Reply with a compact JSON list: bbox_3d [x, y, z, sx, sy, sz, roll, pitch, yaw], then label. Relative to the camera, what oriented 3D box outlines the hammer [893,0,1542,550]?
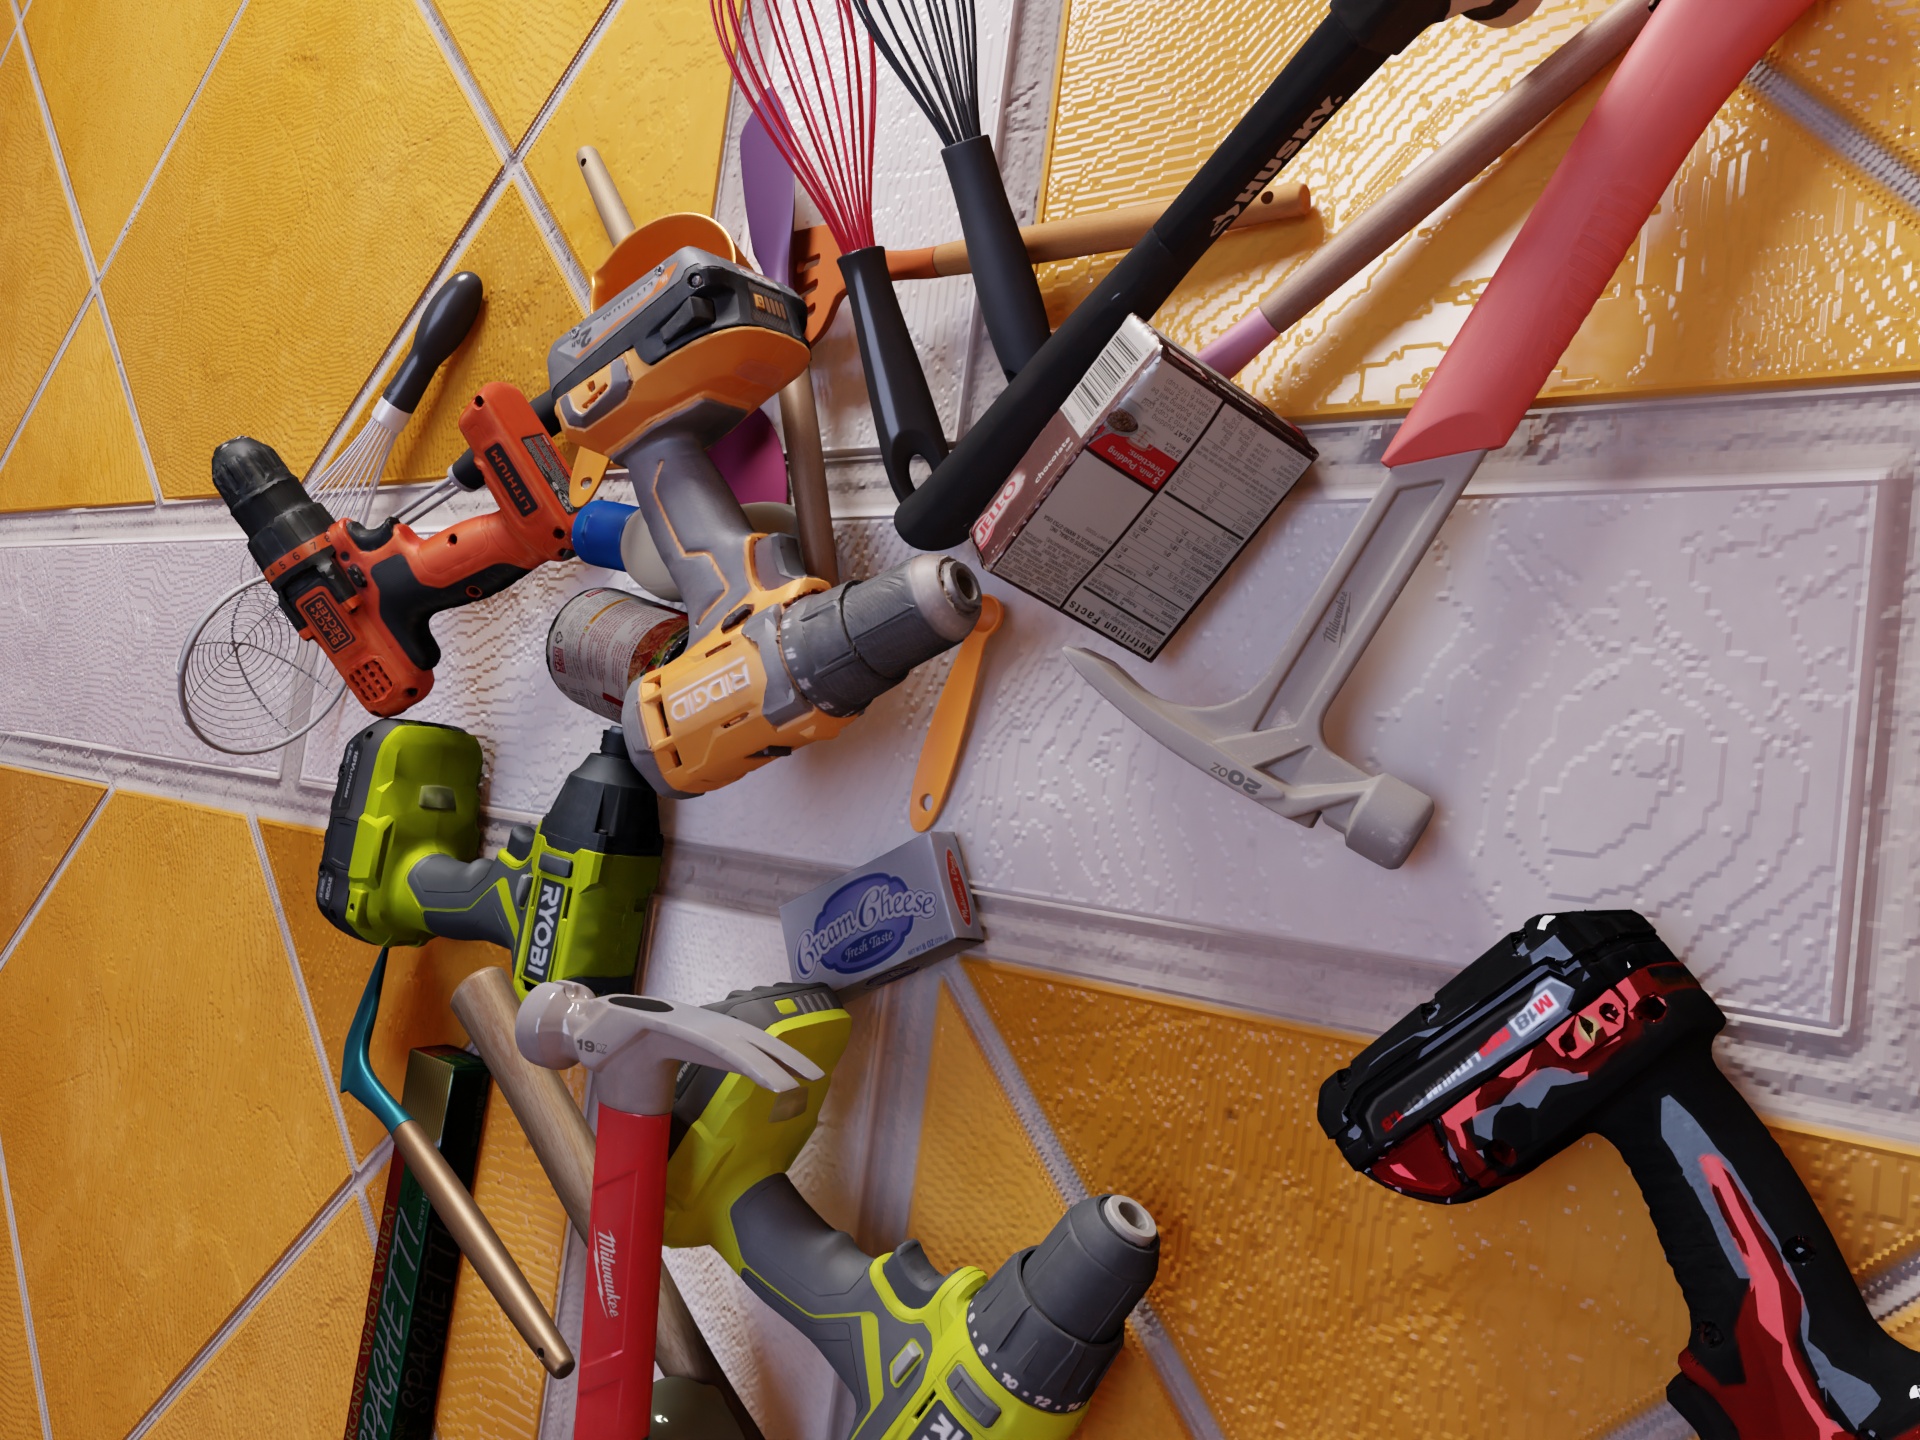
[{"bbox_3d":[0.073,-0.178,0.629,0.334,0.146,0.035,-44,72,39],"label":"hammer"}]

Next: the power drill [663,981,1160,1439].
[{"bbox_3d":[-0.036,0.218,0.673,0.229,0.080,0.190,42,110,27],"label":"power drill"}]

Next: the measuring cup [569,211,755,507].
[{"bbox_3d":[-0.162,-0.183,0.850,0.095,0.052,0.174,13,77,25],"label":"measuring cup"}]

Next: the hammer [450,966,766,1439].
[{"bbox_3d":[-0.160,0.263,0.769,0.130,0.031,0.331,-46,68,25],"label":"hammer"}]

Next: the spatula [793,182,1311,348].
[{"bbox_3d":[0.016,-0.219,0.753,0.323,0.041,0.081,2,86,36],"label":"spatula"}]

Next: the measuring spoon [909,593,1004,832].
[{"bbox_3d":[-0.001,-0.002,0.738,0.021,0.011,0.117,25,102,40],"label":"measuring spoon"}]

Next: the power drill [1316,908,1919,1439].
[{"bbox_3d":[0.209,0.191,0.488,0.188,0.080,0.227,-47,59,24],"label":"power drill"}]

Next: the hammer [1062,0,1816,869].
[{"bbox_3d":[0.184,-0.132,0.569,0.149,0.036,0.359,33,102,17],"label":"hammer"}]

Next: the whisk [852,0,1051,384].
[{"bbox_3d":[0.000,-0.251,0.698,0.055,0.055,0.239,-6,110,39],"label":"whisk"}]

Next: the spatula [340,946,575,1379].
[{"bbox_3d":[-0.284,0.240,0.874,0.318,0.044,0.082,37,108,38],"label":"spatula"}]

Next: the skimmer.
[{"bbox_3d":[-0.345,-0.096,0.993,0.363,0.127,0.090,-28,71,21],"label":"skimmer"}]

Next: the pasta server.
[{"bbox_3d":[0.145,-0.173,0.627,0.316,0.060,0.040,-38,30,25],"label":"pasta server"}]

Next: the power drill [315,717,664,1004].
[{"bbox_3d":[-0.261,0.074,0.899,0.223,0.080,0.171,12,91,37],"label":"power drill"}]

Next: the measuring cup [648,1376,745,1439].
[{"bbox_3d":[-0.100,0.358,0.690,0.168,0.038,0.083,30,107,31],"label":"measuring cup"}]

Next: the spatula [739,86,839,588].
[{"bbox_3d":[-0.085,-0.190,0.803,0.059,0.018,0.316,-37,56,51],"label":"spatula"}]

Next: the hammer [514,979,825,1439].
[{"bbox_3d":[-0.136,0.312,0.669,0.143,0.038,0.386,6,94,30],"label":"hammer"}]

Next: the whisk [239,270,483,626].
[{"bbox_3d":[-0.398,-0.179,1.070,0.070,0.070,0.284,46,107,35],"label":"whisk"}]

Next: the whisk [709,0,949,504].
[{"bbox_3d":[-0.053,-0.236,0.739,0.073,0.073,0.296,-10,100,38],"label":"whisk"}]

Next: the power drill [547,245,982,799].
[{"bbox_3d":[-0.091,-0.097,0.721,0.185,0.084,0.226,-24,74,31],"label":"power drill"}]

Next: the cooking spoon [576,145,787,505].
[{"bbox_3d":[-0.167,-0.221,0.906,0.068,0.017,0.319,-41,60,27],"label":"cooking spoon"}]
